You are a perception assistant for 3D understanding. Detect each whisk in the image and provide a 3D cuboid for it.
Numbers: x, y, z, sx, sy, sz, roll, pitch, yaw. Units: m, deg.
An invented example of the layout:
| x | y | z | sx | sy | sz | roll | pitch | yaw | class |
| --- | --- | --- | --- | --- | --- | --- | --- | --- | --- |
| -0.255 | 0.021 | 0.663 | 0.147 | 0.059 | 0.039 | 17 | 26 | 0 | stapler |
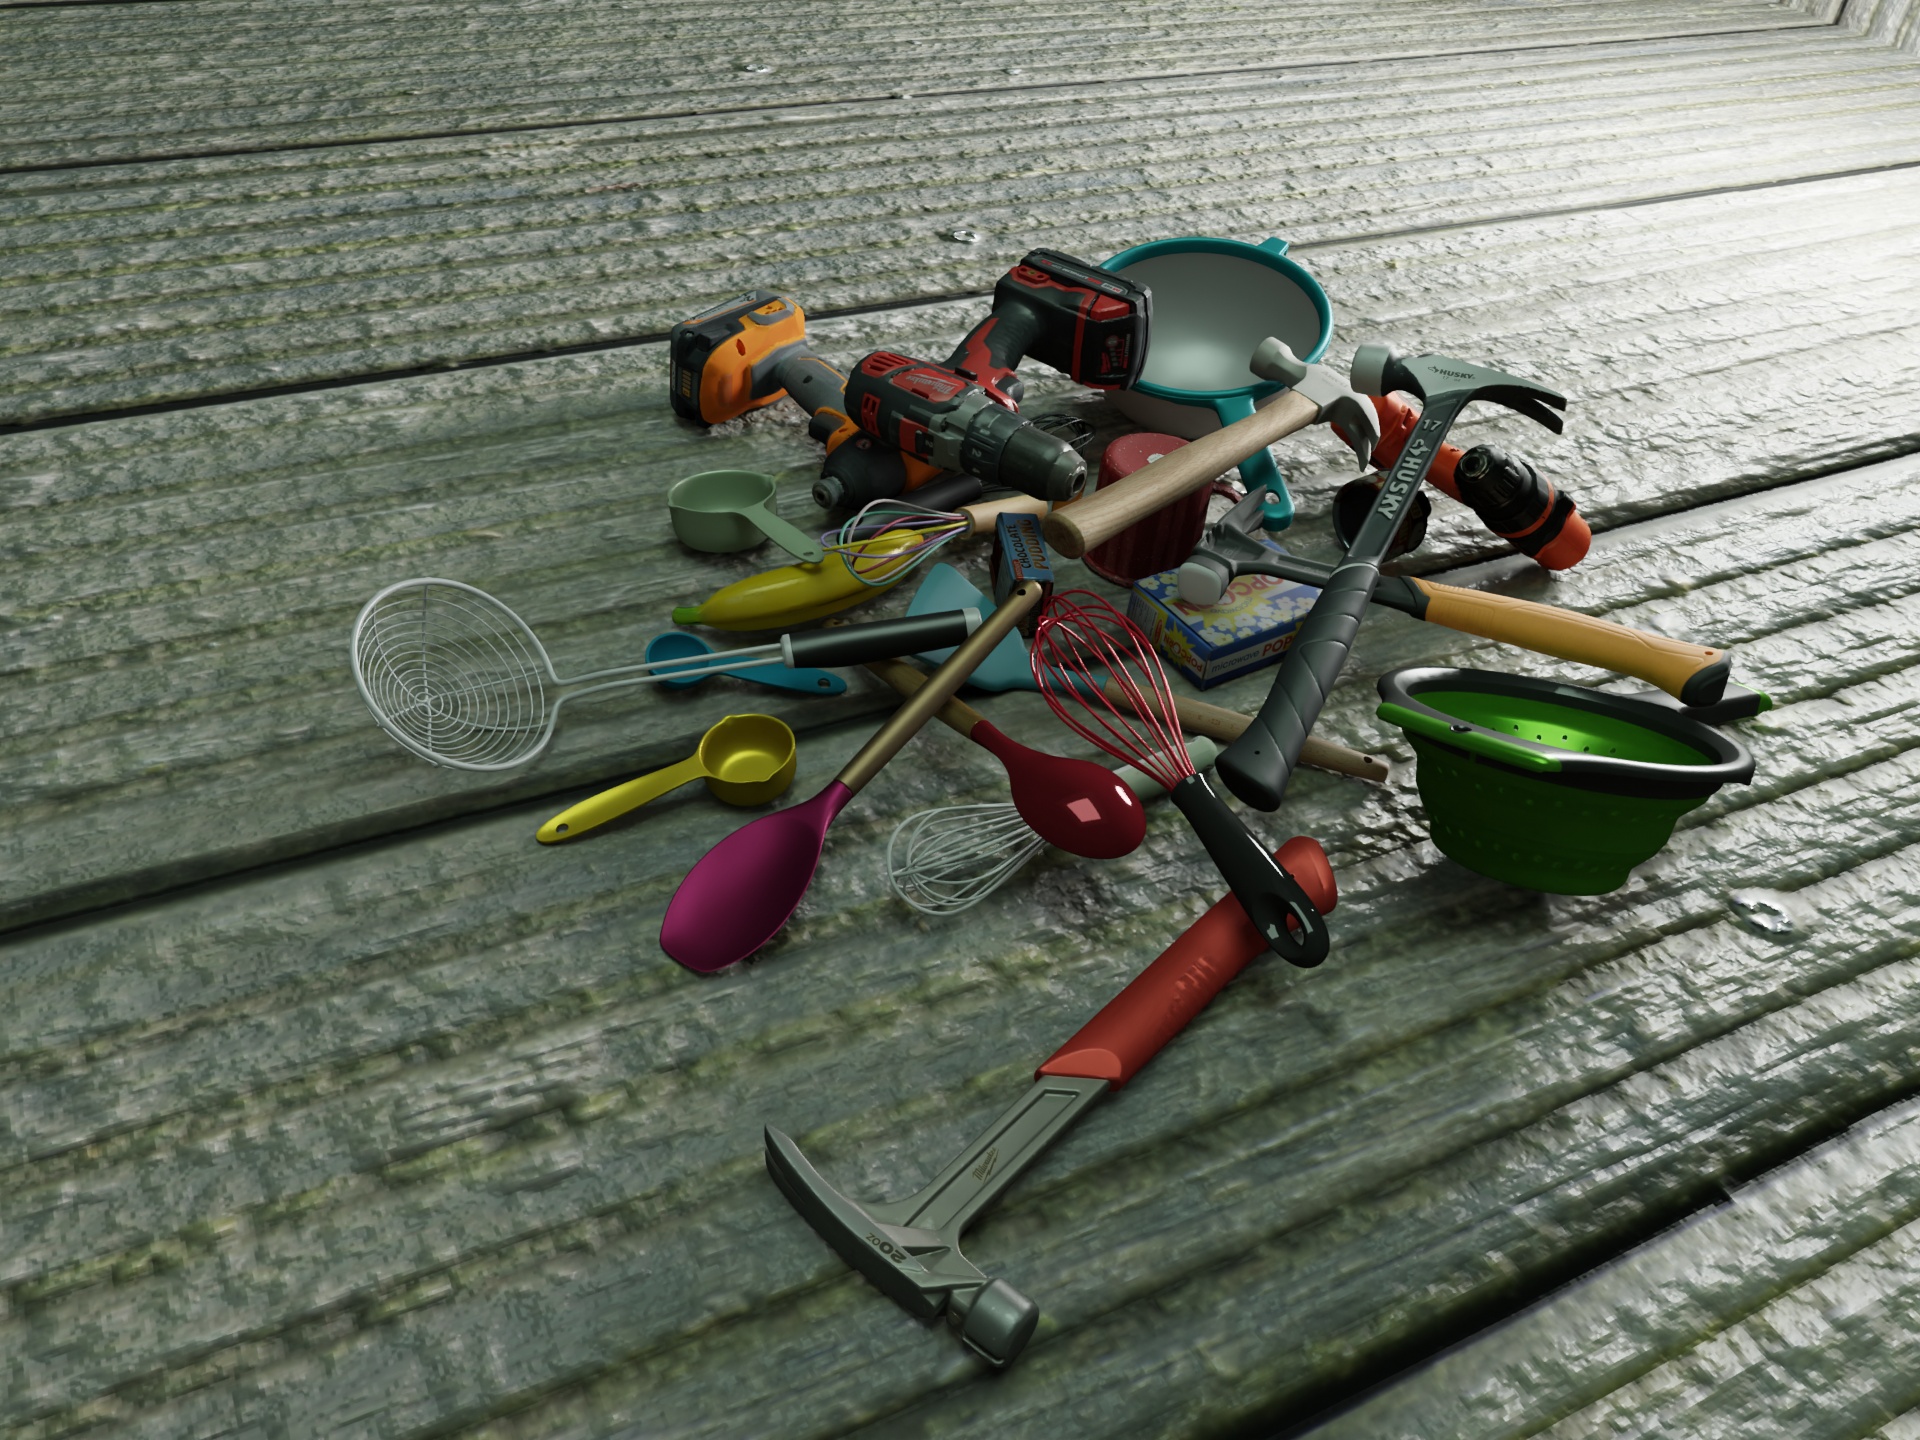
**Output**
| x | y | z | sx | sy | sz | roll | pitch | yaw | class |
| --- | --- | --- | --- | --- | --- | --- | --- | --- | --- |
| 0.118 | 0.026 | 0.896 | 0.073 | 0.073 | 0.296 | -13 | 47 | -23 | whisk |
| -0.008 | -0.132 | 1.095 | 0.245 | 0.047 | 0.051 | -21 | 75 | -52 | whisk |
| 0.006 | -0.177 | 1.184 | 0.239 | 0.055 | 0.055 | -28 | 50 | -27 | whisk |
| 0.060 | 0.052 | 0.919 | 0.246 | 0.058 | 0.059 | -20 | 81 | -34 | whisk |

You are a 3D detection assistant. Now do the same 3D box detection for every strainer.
| x | y | z | sx | sy | sz | roll | pitch | yaw | class |
| --- | --- | --- | --- | --- | --- | --- | --- | --- | --- |
| 0.205 | -0.251 | 1.275 | 0.211 | 0.095 | 0.341 | -8 | 52 | -4 | strainer |

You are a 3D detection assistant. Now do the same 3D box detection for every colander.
| x | y | z | sx | sy | sz | roll | pitch | yaw | class |
| --- | --- | --- | --- | --- | --- | --- | --- | --- | --- |
| 0.393 | 0.033 | 0.964 | 0.397 | 0.094 | 0.205 | -6 | 21 | -42 | colander |

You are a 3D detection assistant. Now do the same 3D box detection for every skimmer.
| x | y | z | sx | sy | sz | roll | pitch | yaw | class |
| --- | --- | --- | --- | --- | --- | --- | --- | --- | --- |
| -0.164 | -0.046 | 0.942 | 0.363 | 0.090 | 0.127 | -9 | 63 | -7 | skimmer |

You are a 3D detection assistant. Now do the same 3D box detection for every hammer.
| x | y | z | sx | sy | sz | roll | pitch | yaw | class |
| --- | --- | --- | --- | --- | --- | --- | --- | --- | --- |
| 0.074 | 0.155 | 0.803 | 0.149 | 0.036 | 0.359 | 32 | 46 | 27 | hammer |
| 0.258 | -0.100 | 0.996 | 0.149 | 0.036 | 0.409 | 16 | 54 | 25 | hammer |
| 0.176 | -0.181 | 1.095 | 0.130 | 0.031 | 0.331 | 38 | 48 | 24 | hammer |
| 0.318 | -0.076 | 1.026 | 0.337 | 0.034 | 0.127 | 19 | 41 | 24 | hammer |

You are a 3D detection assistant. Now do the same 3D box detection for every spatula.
| x | y | z | sx | sy | sz | roll | pitch | yaw | class |
| --- | --- | --- | --- | --- | --- | --- | --- | --- | --- |
| 0.118 | -0.019 | 1.012 | 0.317 | 0.044 | 0.082 | 17 | 52 | 10 | spatula |

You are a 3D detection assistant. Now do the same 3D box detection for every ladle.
| x | y | z | sx | sy | sz | roll | pitch | yaw | class |
| --- | --- | --- | --- | --- | --- | --- | --- | --- | --- |
| -0.002 | -0.003 | 0.946 | 0.069 | 0.031 | 0.316 | -16 | 32 | -30 | ladle |

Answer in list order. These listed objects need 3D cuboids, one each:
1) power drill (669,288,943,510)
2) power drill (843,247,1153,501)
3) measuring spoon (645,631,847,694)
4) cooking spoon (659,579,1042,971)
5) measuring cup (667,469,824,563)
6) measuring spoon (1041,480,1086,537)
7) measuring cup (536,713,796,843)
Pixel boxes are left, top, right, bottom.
| x | y | z | sx | sy | sz | roll | pitch | yaw | class |
| --- | --- | --- | --- | --- | --- | --- | --- | --- | --- |
| -0.116 | -0.238 | 1.216 | 0.227 | 0.084 | 0.164 | 31 | 46 | 21 | power drill |
| 0.052 | -0.244 | 1.147 | 0.188 | 0.080 | 0.227 | 29 | 50 | 24 | power drill |
| -0.137 | -0.027 | 1.012 | 0.128 | 0.021 | 0.042 | 10 | 50 | -11 | measuring spoon |
| -0.050 | 0.022 | 0.904 | 0.069 | 0.017 | 0.319 | 25 | 59 | 30 | cooking spoon |
| -0.140 | -0.127 | 1.092 | 0.083 | 0.038 | 0.168 | -22 | 39 | -30 | measuring cup |
| 0.081 | -0.170 | 1.213 | 0.021 | 0.011 | 0.117 | 12 | 40 | 7 | measuring spoon |
| -0.167 | 0.044 | 0.919 | 0.156 | 0.029 | 0.062 | -23 | 47 | -15 | measuring cup |
